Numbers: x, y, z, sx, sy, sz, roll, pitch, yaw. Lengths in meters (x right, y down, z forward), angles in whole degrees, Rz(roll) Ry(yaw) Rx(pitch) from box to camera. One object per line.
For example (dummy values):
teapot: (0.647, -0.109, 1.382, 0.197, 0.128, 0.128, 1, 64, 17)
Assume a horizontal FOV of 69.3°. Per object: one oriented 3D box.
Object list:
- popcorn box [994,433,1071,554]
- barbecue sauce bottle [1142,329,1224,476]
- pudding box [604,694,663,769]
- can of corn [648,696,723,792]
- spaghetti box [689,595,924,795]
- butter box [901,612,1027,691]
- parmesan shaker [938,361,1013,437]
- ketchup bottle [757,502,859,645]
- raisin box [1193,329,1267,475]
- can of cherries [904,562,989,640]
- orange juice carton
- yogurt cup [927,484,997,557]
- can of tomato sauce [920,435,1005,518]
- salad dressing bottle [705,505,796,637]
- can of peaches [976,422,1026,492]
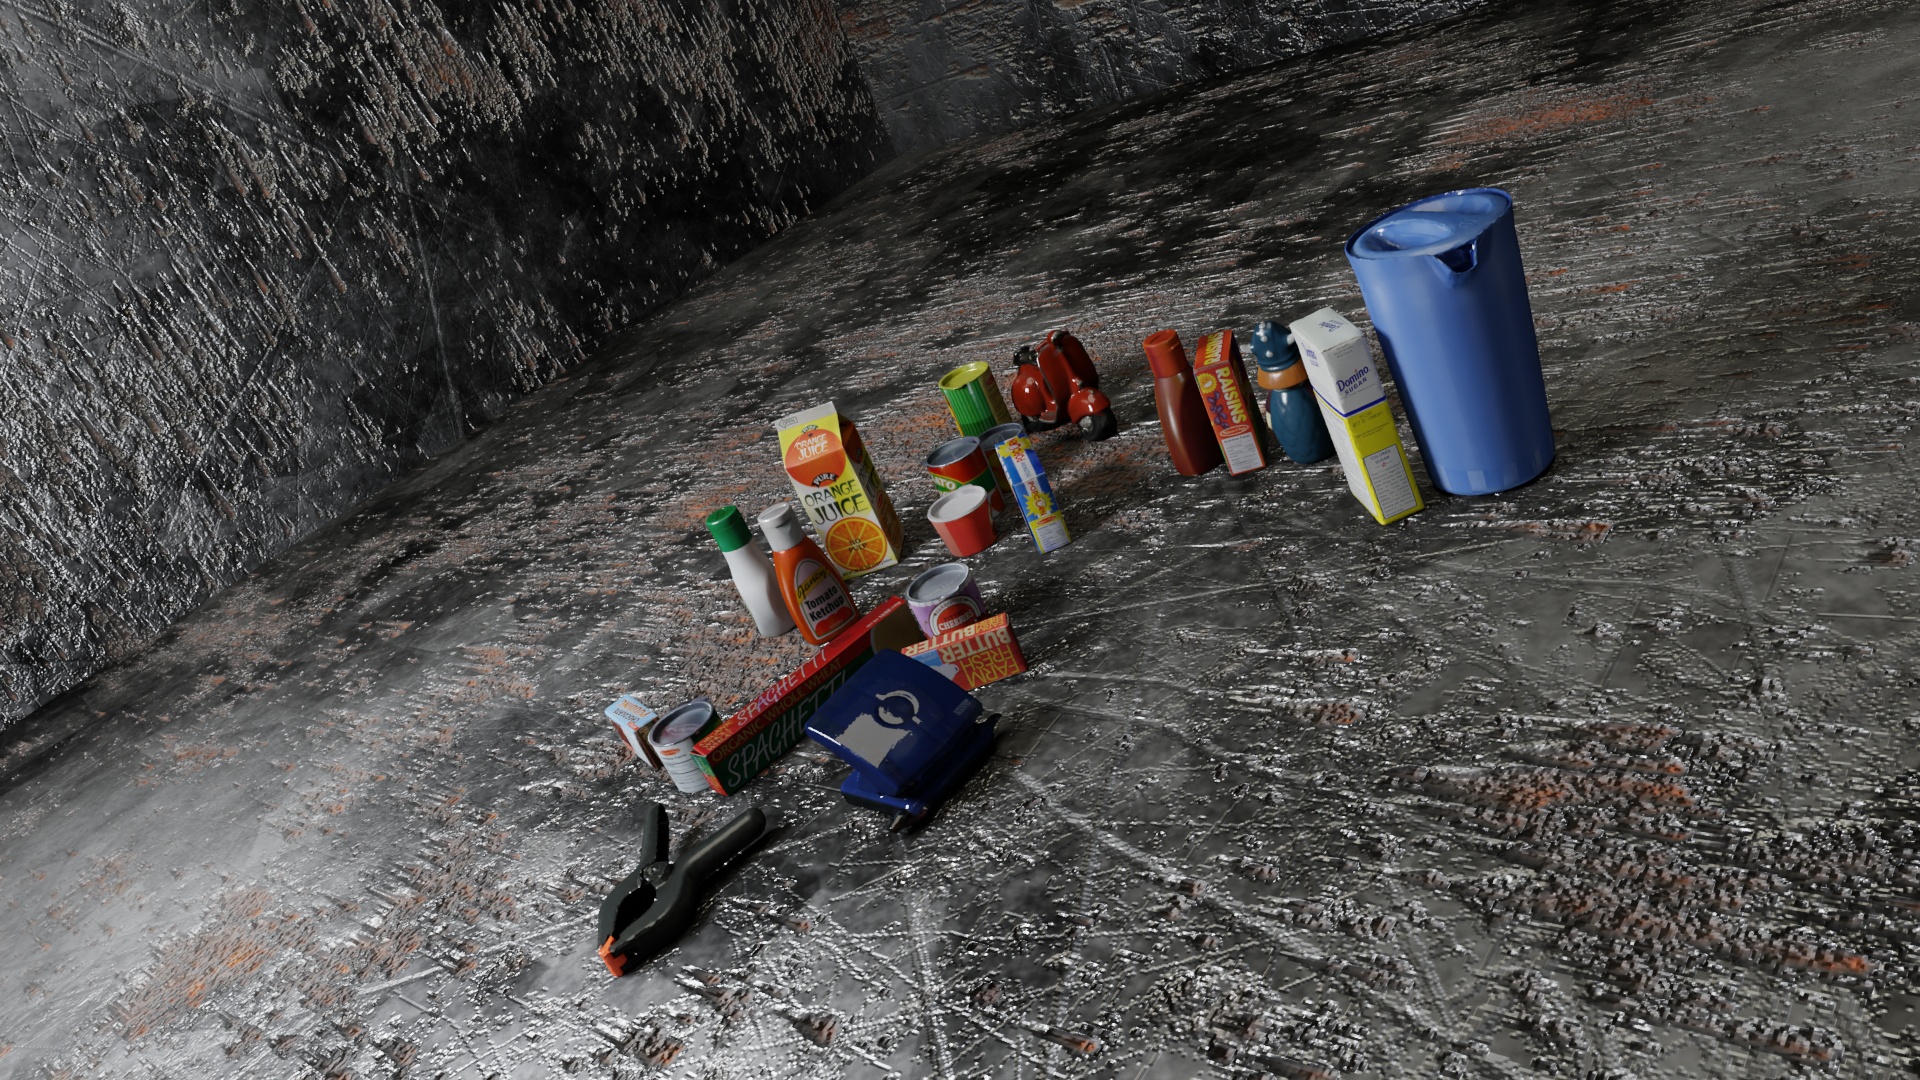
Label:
popcorn box: (0.076, -0.051, 1.454, 0.038, 0.085, 0.127, -23, 24, 3)
barbecue sauce bottle: (0.228, -0.143, 1.425, 0.065, 0.148, 0.043, -38, 27, -28)
pudding box: (-0.315, 0.188, 1.369, 0.030, 0.049, 0.084, -36, 26, -24)
can of corn: (-0.245, 0.190, 1.291, 0.071, 0.058, 0.071, -20, 24, 10)
spaghetti box: (-0.139, 0.143, 1.299, 0.251, 0.050, 0.028, -37, 27, -27)
butter box: (0.004, 0.106, 1.239, 0.103, 0.053, 0.024, -20, 24, 9)
parmesan shaker: (0.022, -0.157, 1.699, 0.071, 0.102, 0.071, -20, 24, 10)
ketchup bottle: (-0.160, 0.032, 1.424, 0.065, 0.148, 0.043, -32, 25, -17)
raisin box: (0.274, -0.141, 1.409, 0.040, 0.123, 0.086, -14, 26, 22)
can of cherries: (-0.011, 0.064, 1.333, 0.071, 0.058, 0.072, -20, 24, 10)
orange juice carton: (-0.133, -0.060, 1.534, 0.072, 0.192, 0.073, -18, 25, 14)
yogurt cup: (0.005, -0.019, 1.492, 0.072, 0.053, 0.073, -20, 24, 10)
can of tomato sauce: (0.004, -0.064, 1.549, 0.071, 0.082, 0.071, -20, 24, 10)
salad dressing bottle: (-0.223, 0.033, 1.481, 0.044, 0.147, 0.064, -20, 24, 9)
can of peaches: (0.050, -0.094, 1.601, 0.071, 0.058, 0.071, -20, 24, 10)
